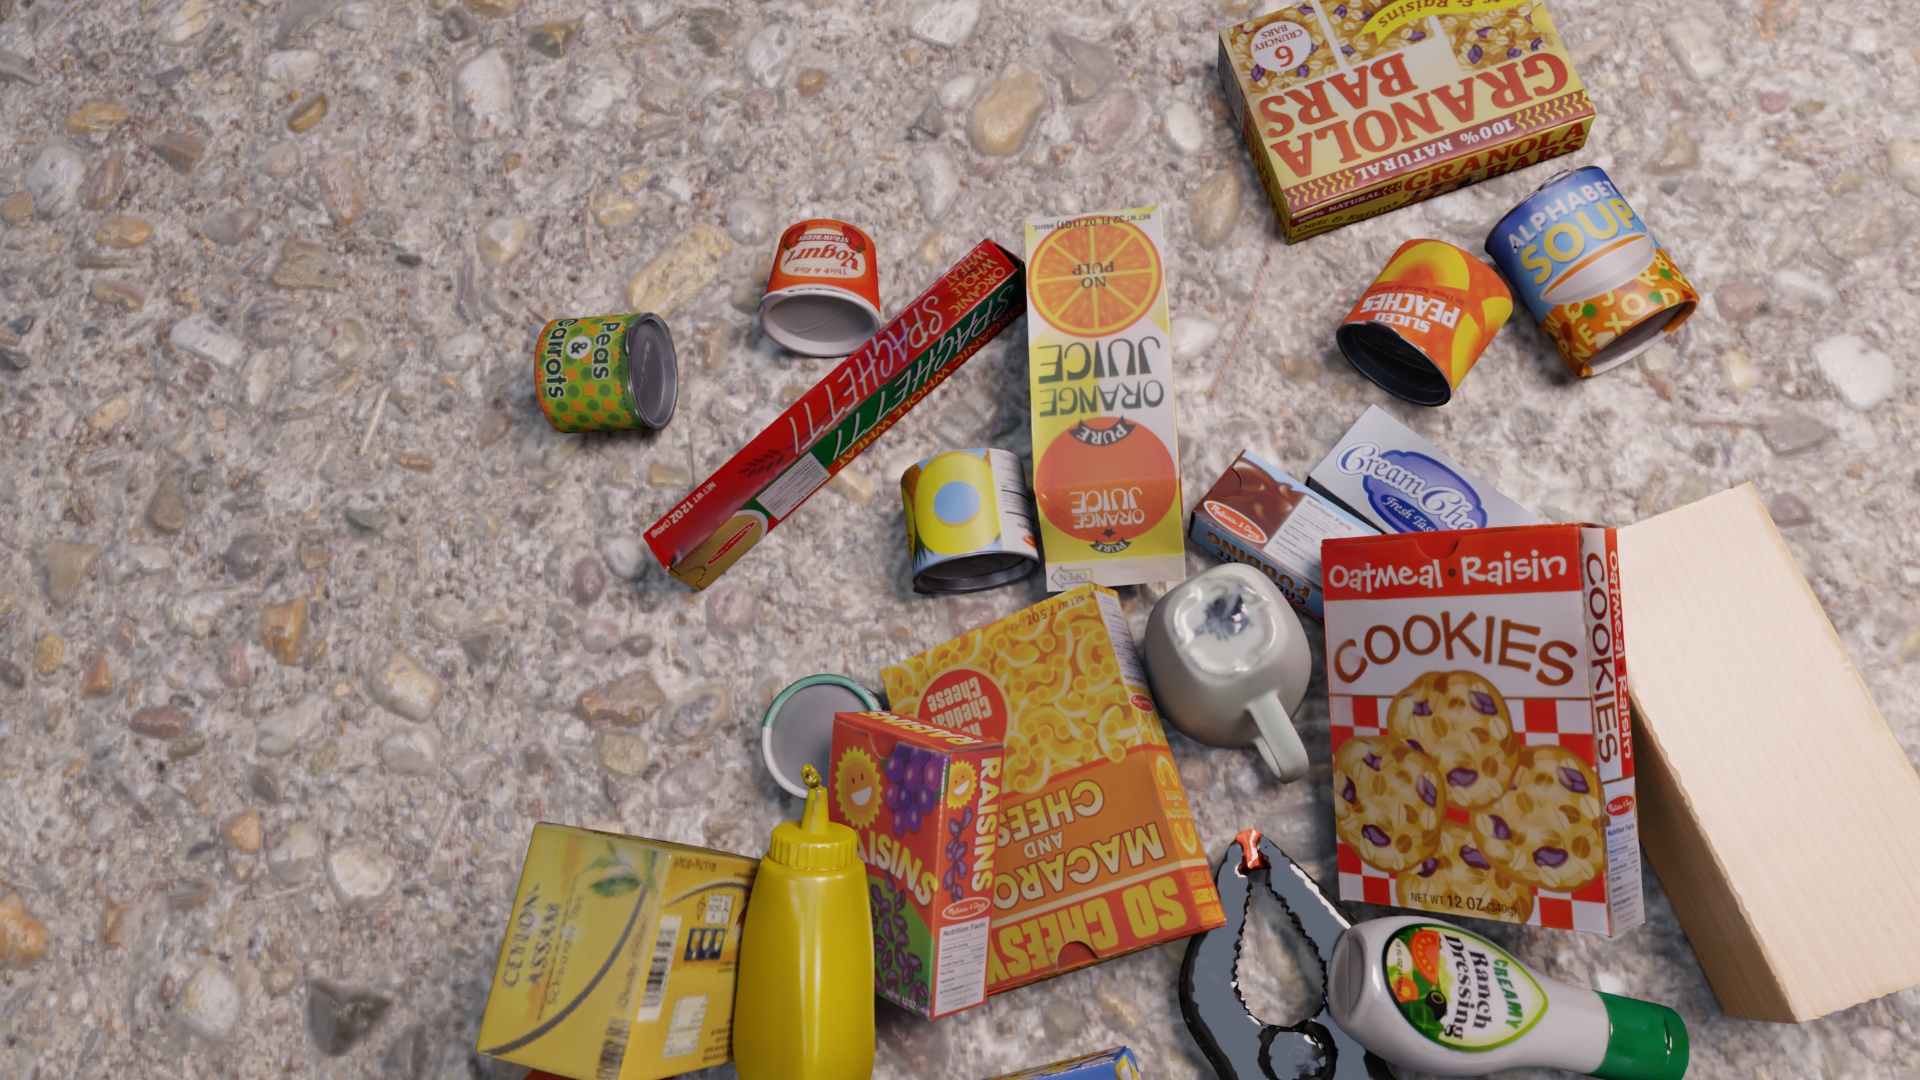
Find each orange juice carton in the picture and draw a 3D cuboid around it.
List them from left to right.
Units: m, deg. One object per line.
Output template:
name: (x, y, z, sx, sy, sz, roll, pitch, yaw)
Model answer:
orange juice carton: (0.075, -0.069, 0.718, 0.072, 0.073, 0.193, -4, 73, 10)

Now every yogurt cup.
yogurt cup: (-0.076, -0.142, 0.776, 0.072, 0.072, 0.054, -2, 65, 10)

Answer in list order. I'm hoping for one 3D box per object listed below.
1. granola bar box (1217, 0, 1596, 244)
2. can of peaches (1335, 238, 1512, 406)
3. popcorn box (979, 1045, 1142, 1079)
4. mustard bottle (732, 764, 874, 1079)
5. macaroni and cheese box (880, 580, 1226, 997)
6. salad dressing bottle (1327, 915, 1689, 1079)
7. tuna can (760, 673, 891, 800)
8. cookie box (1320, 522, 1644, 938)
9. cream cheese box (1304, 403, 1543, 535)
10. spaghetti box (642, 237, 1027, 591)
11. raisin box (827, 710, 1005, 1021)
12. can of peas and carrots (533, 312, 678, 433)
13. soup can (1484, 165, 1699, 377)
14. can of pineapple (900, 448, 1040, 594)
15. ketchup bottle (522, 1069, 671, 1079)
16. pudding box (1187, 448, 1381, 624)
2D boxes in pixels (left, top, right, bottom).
granola bar box: (0.238, -0.247, 0.758, 0.165, 0.039, 0.124, -18, 71, 6)
can of peaches: (0.234, -0.111, 0.701, 0.071, 0.071, 0.058, 35, 82, 18)
popcorn box: (0.018, 0.262, 0.622, 0.127, 0.085, 0.038, -16, 73, 6)
mustard bottle: (-0.068, 0.181, 0.631, 0.065, 0.049, 0.160, 8, 95, 43)
macaroni and cheese box: (0.040, 0.120, 0.667, 0.123, 0.040, 0.167, -25, 69, 22)
salad dressing bottle: (0.236, 0.204, 0.600, 0.148, 0.043, 0.064, 14, 53, -5)
tuna can: (-0.065, 0.102, 0.715, 0.071, 0.032, 0.071, -3, 73, 11)
cookie box: (0.225, 0.079, 0.610, 0.123, 0.040, 0.167, -6, 85, 46)
cream cheese box: (0.231, -0.018, 0.698, 0.104, 0.024, 0.053, 39, 83, 19)
spaghetti box: (-0.063, -0.068, 0.757, 0.250, 0.050, 0.029, -41, 72, -3)
raisin box: (-0.025, 0.148, 0.651, 0.086, 0.040, 0.123, 8, 94, 48)
can of peas and carrots: (-0.199, -0.095, 0.780, 0.059, 0.071, 0.071, -2, 73, 11)
soup can: (0.314, -0.134, 0.692, 0.071, 0.071, 0.084, -28, 71, 2)
can of pineapple: (0.003, -0.009, 0.718, 0.071, 0.071, 0.058, -11, 72, 8)
ketchup bottle: (-0.210, 0.304, 0.676, 0.149, 0.043, 0.065, -44, 68, -4)
pudding box: (0.163, -0.003, 0.698, 0.084, 0.030, 0.050, 35, 68, 18)
